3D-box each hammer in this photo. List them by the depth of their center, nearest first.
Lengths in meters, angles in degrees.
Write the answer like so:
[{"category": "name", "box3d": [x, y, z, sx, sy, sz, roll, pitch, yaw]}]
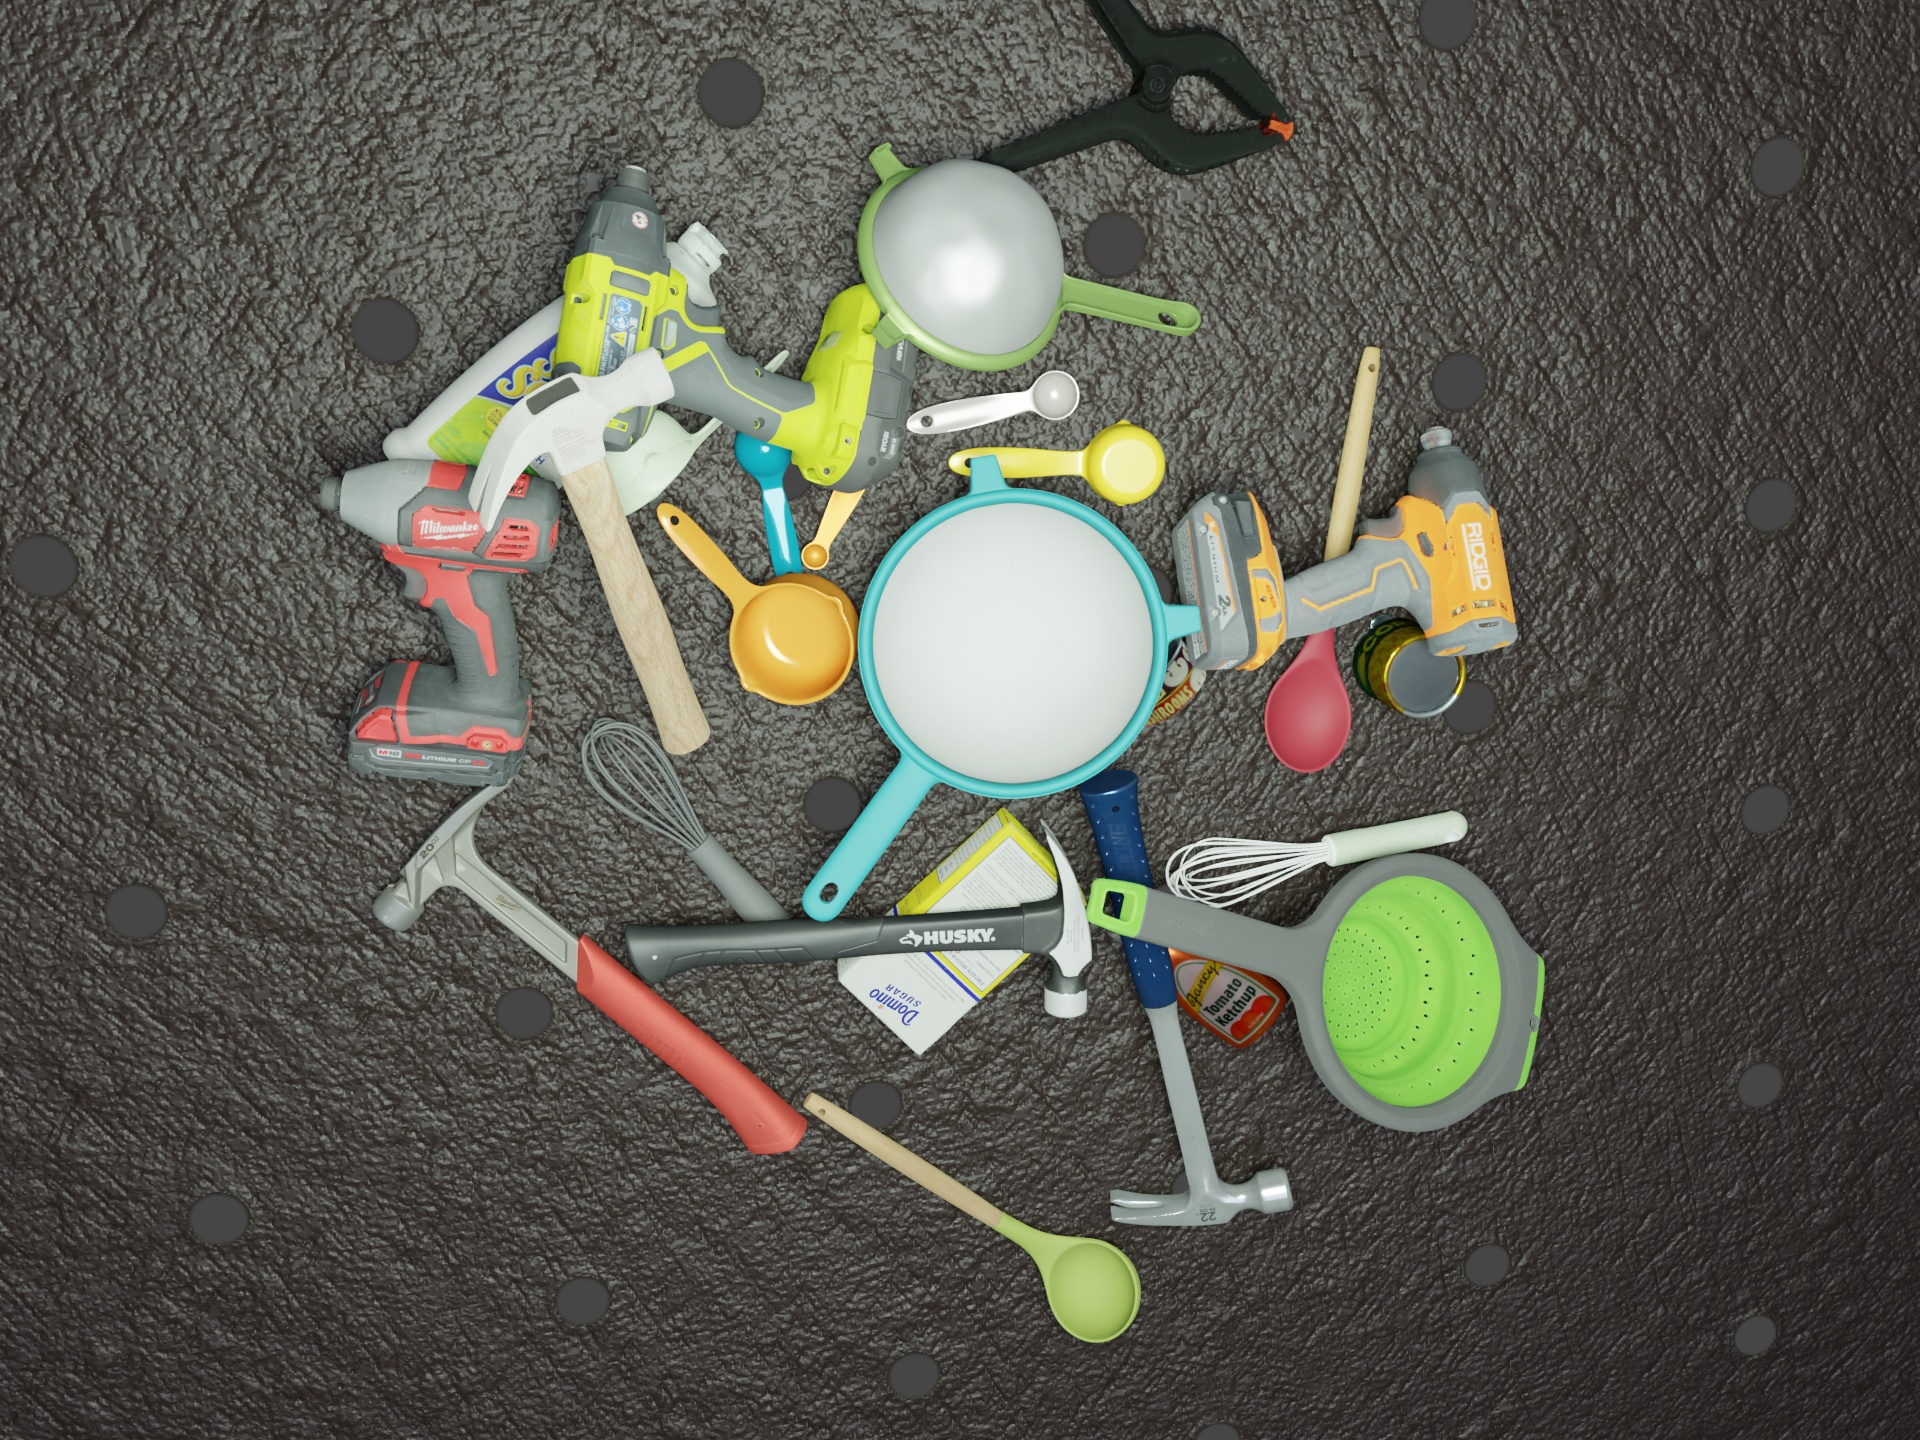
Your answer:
[{"category": "hammer", "box3d": [-0.214, -0.083, 1.015, 0.130, 0.031, 0.331, -27, 145, -14]}, {"category": "hammer", "box3d": [-0.072, 0.151, 1.149, 0.334, 0.035, 0.146, -2, 106, -5]}, {"category": "hammer", "box3d": [-0.247, 0.195, 1.179, 0.359, 0.037, 0.149, 43, 95, -15]}, {"category": "hammer", "box3d": [0.148, 0.224, 1.206, 0.144, 0.035, 0.405, -13, 113, 7]}]

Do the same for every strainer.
[{"category": "strainer", "box3d": [0.061, -0.303, 1.055, 0.256, 0.069, 0.152, 7, 70, -24]}, {"category": "strainer", "box3d": [-0.002, -0.004, 1.127, 0.211, 0.095, 0.340, 36, 95, -2]}]

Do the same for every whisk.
[{"category": "whisk", "box3d": [-0.190, 0.091, 1.156, 0.055, 0.055, 0.238, -38, 110, 2]}, {"category": "whisk", "box3d": [0.277, 0.102, 1.229, 0.246, 0.059, 0.057, -10, 142, -10]}]

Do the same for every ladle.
[{"category": "ladle", "box3d": [0.277, -0.117, 1.181, 0.069, 0.031, 0.315, 6, 101, -10]}, {"category": "ladle", "box3d": [0.009, 0.387, 1.255, 0.320, 0.062, 0.078, 36, 96, -12]}]

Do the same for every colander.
[{"category": "colander", "box3d": [0.251, 0.181, 1.188, 0.396, 0.094, 0.204, 18, 78, -21]}]

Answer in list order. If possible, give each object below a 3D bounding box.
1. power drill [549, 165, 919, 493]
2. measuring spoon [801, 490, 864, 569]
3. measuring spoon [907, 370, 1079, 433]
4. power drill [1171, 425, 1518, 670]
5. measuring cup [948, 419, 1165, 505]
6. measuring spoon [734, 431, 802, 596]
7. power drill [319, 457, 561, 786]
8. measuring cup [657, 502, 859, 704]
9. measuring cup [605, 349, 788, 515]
[{"category": "power drill", "box3d": [-0.143, -0.242, 1.017, 0.223, 0.080, 0.171, 10, 89, -31]}, {"category": "measuring spoon", "box3d": [-0.081, -0.160, 1.127, 0.021, 0.011, 0.117, 26, 96, -15]}, {"category": "measuring spoon", "box3d": [0.022, -0.222, 1.126, 0.124, 0.018, 0.034, -11, 106, 2]}, {"category": "power drill", "box3d": [0.270, -0.120, 1.123, 0.226, 0.084, 0.164, -6, 83, -6]}, {"category": "measuring cup", "box3d": [0.070, -0.182, 1.131, 0.156, 0.029, 0.062, -1, 104, -10]}, {"category": "measuring spoon", "box3d": [-0.129, -0.148, 1.115, 0.042, 0.021, 0.128, -12, 106, -5]}, {"category": "power drill", "box3d": [-0.341, -0.068, 1.035, 0.143, 0.079, 0.219, 7, 125, -13]}, {"category": "measuring cup", "box3d": [-0.142, -0.090, 1.112, 0.095, 0.052, 0.173, -41, 97, 18]}, {"category": "measuring cup", "box3d": [-0.187, -0.206, 1.078, 0.038, 0.083, 0.167, 45, 77, 1]}]
